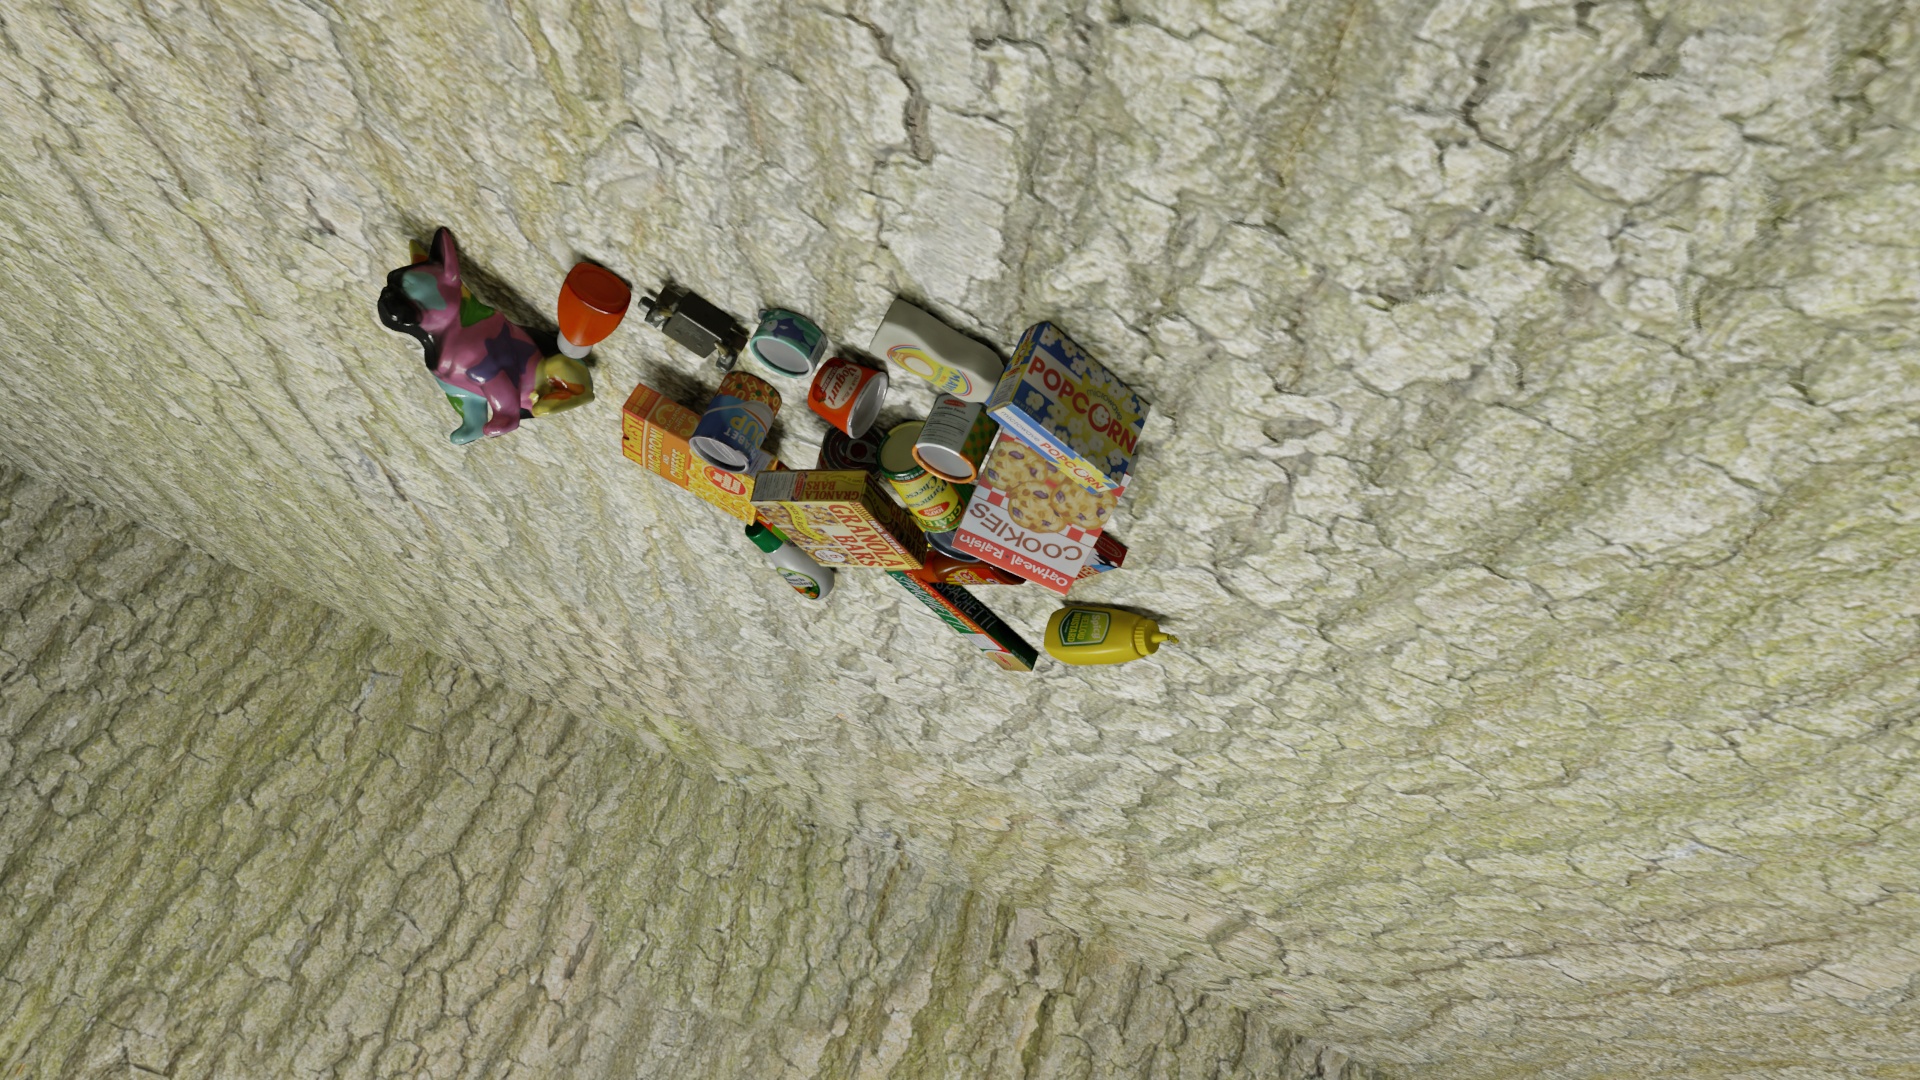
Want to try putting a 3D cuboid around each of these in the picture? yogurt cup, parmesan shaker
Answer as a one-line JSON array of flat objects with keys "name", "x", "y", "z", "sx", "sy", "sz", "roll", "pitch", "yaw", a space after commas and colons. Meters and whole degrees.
[{"name": "yogurt cup", "x": -0.107, "y": -0.137, "z": 1.299, "sx": 0.054, "sy": 0.072, "sz": 0.072, "roll": 27, "pitch": 157, "yaw": 12}, {"name": "parmesan shaker", "x": -0.037, "y": -0.062, "z": 1.381, "sx": 0.071, "sy": 0.071, "sz": 0.102, "roll": 9, "pitch": 152, "yaw": 31}]

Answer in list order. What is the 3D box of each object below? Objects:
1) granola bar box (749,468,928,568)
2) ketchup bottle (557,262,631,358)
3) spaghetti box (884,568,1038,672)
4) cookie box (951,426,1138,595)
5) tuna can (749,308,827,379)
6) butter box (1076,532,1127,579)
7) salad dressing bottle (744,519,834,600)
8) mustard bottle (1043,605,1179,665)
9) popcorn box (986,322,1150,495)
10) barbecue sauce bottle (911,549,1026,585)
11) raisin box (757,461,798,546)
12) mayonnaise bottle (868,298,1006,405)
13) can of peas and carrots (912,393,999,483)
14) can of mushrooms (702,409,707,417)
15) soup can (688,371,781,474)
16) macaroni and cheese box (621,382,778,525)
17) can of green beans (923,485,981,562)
[{"name": "granola bar box", "x": -0.120, "y": -0.021, "z": 1.417, "sx": 0.124, "sy": 0.039, "sz": 0.165, "roll": 1, "pitch": 157, "yaw": 22}, {"name": "ketchup bottle", "x": -0.374, "y": -0.224, "z": 1.388, "sx": 0.064, "sy": 0.044, "sz": 0.148, "roll": 32, "pitch": 155, "yaw": -14}, {"name": "spaghetti box", "x": 0.004, "y": 0.090, "z": 1.709, "sx": 0.050, "sy": 0.029, "sz": 0.249, "roll": -2, "pitch": 145, "yaw": 45}, {"name": "cookie box", "x": 0.076, "y": -0.036, "z": 1.295, "sx": 0.123, "sy": 0.040, "sz": 0.166, "roll": 24, "pitch": 132, "yaw": -1}, {"name": "tuna can", "x": -0.162, "y": -0.183, "z": 1.290, "sx": 0.071, "sy": 0.033, "sz": 0.070, "roll": 19, "pitch": 156, "yaw": 9}, {"name": "butter box", "x": 0.122, "y": 0.014, "z": 1.449, "sx": 0.053, "sy": 0.024, "sz": 0.103, "roll": 34, "pitch": 154, "yaw": -20}, {"name": "salad dressing bottle", "x": -0.215, "y": 0.021, "z": 1.750, "sx": 0.064, "sy": 0.044, "sz": 0.147, "roll": 3, "pitch": 149, "yaw": 36}, {"name": "mustard bottle", "x": 0.171, "y": 0.106, "z": 1.553, "sx": 0.160, "sy": 0.065, "sz": 0.048, "roll": -3, "pitch": 150, "yaw": 36}, {"name": "popcorn box", "x": 0.091, "y": -0.108, "z": 1.147, "sx": 0.126, "sy": 0.085, "sz": 0.038, "roll": 36, "pitch": 153, "yaw": -24}, {"name": "barbecue sauce bottle", "x": 0.006, "y": 0.028, "z": 1.559, "sx": 0.065, "sy": 0.044, "sz": 0.148, "roll": 28, "pitch": 159, "yaw": -38}, {"name": "raisin box", "x": -0.206, "y": -0.040, "z": 1.620, "sx": 0.086, "sy": 0.040, "sz": 0.123, "roll": 1, "pitch": 147, "yaw": 44}, {"name": "mayonnaise bottle", "x": -0.003, "y": -0.152, "z": 1.198, "sx": 0.148, "sy": 0.041, "sz": 0.064, "roll": 28, "pitch": 154, "yaw": -7}, {"name": "can of peas and carrots", "x": -0.004, "y": -0.093, "z": 1.299, "sx": 0.071, "sy": 0.059, "sz": 0.070, "roll": 20, "pitch": 156, "yaw": 10}, {"name": "can of mushrooms", "x": -0.253, "y": -0.114, "z": 1.518, "sx": 0.071, "sy": 0.033, "sz": 0.070, "roll": 19, "pitch": 155, "yaw": 10}, {"name": "soup can", "x": -0.227, "y": -0.120, "z": 1.417, "sx": 0.071, "sy": 0.084, "sz": 0.071, "roll": 20, "pitch": 156, "yaw": 9}, {"name": "macaroni and cheese box", "x": -0.284, "y": -0.091, "z": 1.499, "sx": 0.166, "sy": 0.040, "sz": 0.123, "roll": 28, "pitch": 155, "yaw": -2}, {"name": "can of green beans", "x": 0.003, "y": -0.018, "z": 1.449, "sx": 0.071, "sy": 0.058, "sz": 0.071, "roll": 20, "pitch": 156, "yaw": 10}]
